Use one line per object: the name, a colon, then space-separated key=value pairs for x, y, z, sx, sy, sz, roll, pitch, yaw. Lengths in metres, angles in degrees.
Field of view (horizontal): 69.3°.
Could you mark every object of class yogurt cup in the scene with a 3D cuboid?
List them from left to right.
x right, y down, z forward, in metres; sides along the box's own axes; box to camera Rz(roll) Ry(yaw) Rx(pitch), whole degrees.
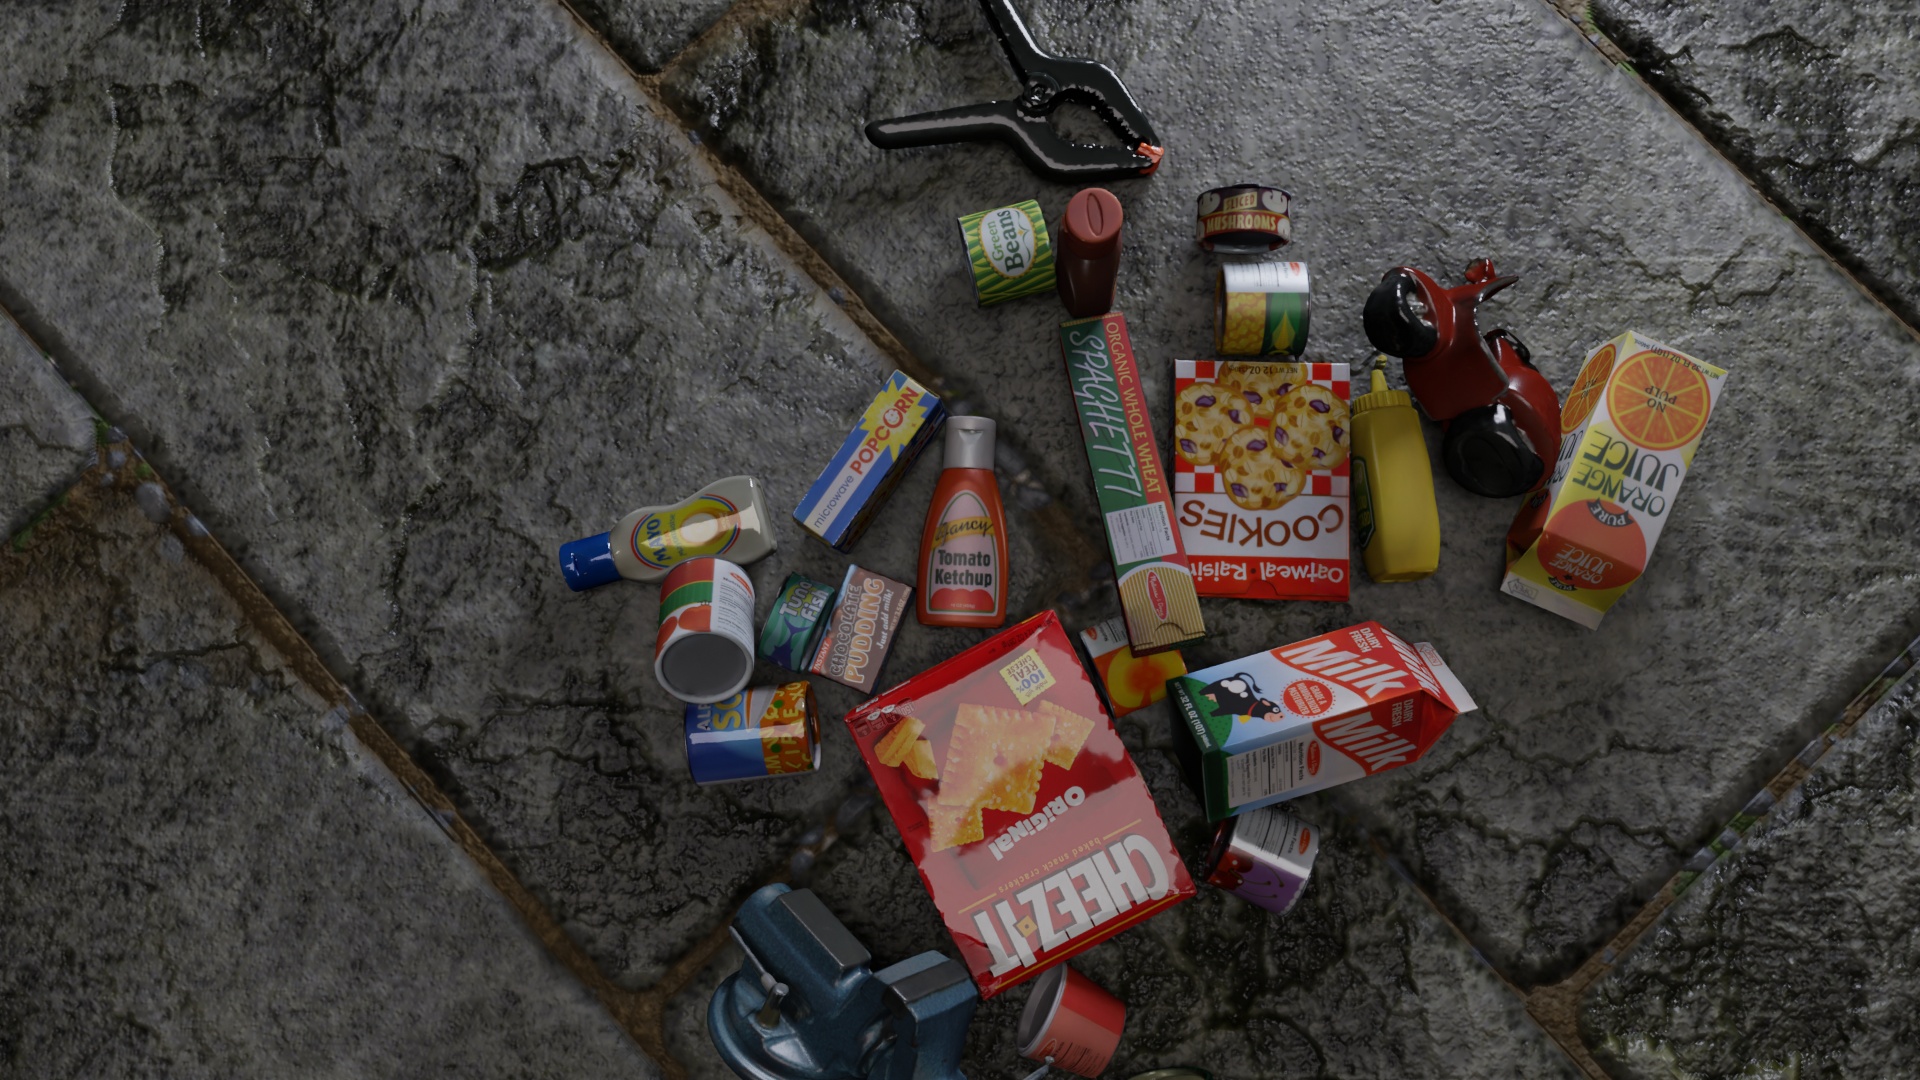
yogurt cup: x=0.076 y=0.326 z=0.940 sx=0.054 sy=0.072 sz=0.072 roll=28 pitch=87 yaw=-3

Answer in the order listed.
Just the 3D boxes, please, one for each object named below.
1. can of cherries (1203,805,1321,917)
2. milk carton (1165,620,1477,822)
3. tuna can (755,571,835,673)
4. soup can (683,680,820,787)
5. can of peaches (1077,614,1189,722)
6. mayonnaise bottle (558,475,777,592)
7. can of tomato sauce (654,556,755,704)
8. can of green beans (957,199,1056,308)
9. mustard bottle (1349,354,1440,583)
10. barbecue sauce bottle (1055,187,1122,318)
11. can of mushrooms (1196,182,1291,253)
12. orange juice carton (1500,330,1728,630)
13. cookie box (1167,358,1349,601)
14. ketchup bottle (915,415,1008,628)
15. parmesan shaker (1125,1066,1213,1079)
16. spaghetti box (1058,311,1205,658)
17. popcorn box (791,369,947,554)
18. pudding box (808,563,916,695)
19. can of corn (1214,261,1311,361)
can of cherries: x=0.203 y=0.215 z=0.945 sx=0.058 sy=0.071 sz=0.071 roll=22 pitch=86 yaw=5
milk carton: x=0.241 y=0.115 z=0.930 sx=0.191 sy=0.072 sz=0.073 roll=-15 pitch=129 yaw=-4
tuna can: x=-0.114 y=0.056 z=0.969 sx=0.033 sy=0.071 sz=0.071 roll=22 pitch=86 yaw=3
soup can: x=-0.144 y=0.131 z=0.964 sx=0.084 sy=0.071 sz=0.071 roll=-7 pitch=85 yaw=1
can of peaches: x=0.121 y=0.085 z=0.960 sx=0.058 sy=0.071 sz=0.071 roll=-23 pitch=84 yaw=0
mayonnaise bottle: x=-0.210 y=0.001 z=0.993 sx=0.148 sy=0.041 sz=0.065 roll=-16 pitch=86 yaw=0
can of tomato sauce: x=-0.176 y=0.062 z=0.954 sx=0.071 sy=0.083 sz=0.070 roll=-4 pitch=124 yaw=-6
can of green beans: x=0.033 y=-0.204 z=0.990 sx=0.058 sy=0.071 sz=0.071 roll=-14 pitch=85 yaw=1
mustard bottle: x=0.299 y=-0.052 z=0.969 sx=0.049 sy=0.065 sz=0.160 roll=-4 pitch=77 yaw=2
barbecue sauce bottle: x=0.087 y=-0.198 z=0.945 sx=0.044 sy=0.148 sz=0.065 roll=-8 pitch=85 yaw=3
can of mushrooms: x=0.200 y=-0.227 z=0.983 sx=0.071 sy=0.071 sz=0.033 roll=3 pitch=87 yaw=3
orange juice carton: x=0.441 y=-0.039 z=0.954 sx=0.072 sy=0.073 sz=0.192 roll=25 pitch=87 yaw=4
cookie box: x=0.209 y=-0.041 z=0.980 sx=0.123 sy=0.040 sz=0.167 roll=2 pitch=85 yaw=2
ketchup bottle: x=0.004 y=-0.012 z=0.985 sx=0.065 sy=0.043 sz=0.149 roll=3 pitch=84 yaw=-1
parmesan shaker: x=0.148 y=0.412 z=0.925 sx=0.071 sy=0.071 sz=0.103 roll=-9 pitch=84 yaw=2
spaghetti box: x=0.115 y=-0.043 z=0.956 sx=0.050 sy=0.028 sz=0.251 roll=-11 pitch=68 yaw=1
popcorn box: x=-0.062 y=-0.052 z=0.970 sx=0.038 sy=0.085 sz=0.127 roll=35 pitch=87 yaw=6
pudding box: x=-0.070 y=0.063 z=0.987 sx=0.050 sy=0.030 sz=0.084 roll=22 pitch=86 yaw=5
can of corn: x=0.212 y=-0.161 z=0.980 sx=0.058 sy=0.071 sz=0.071 roll=1 pitch=85 yaw=3
